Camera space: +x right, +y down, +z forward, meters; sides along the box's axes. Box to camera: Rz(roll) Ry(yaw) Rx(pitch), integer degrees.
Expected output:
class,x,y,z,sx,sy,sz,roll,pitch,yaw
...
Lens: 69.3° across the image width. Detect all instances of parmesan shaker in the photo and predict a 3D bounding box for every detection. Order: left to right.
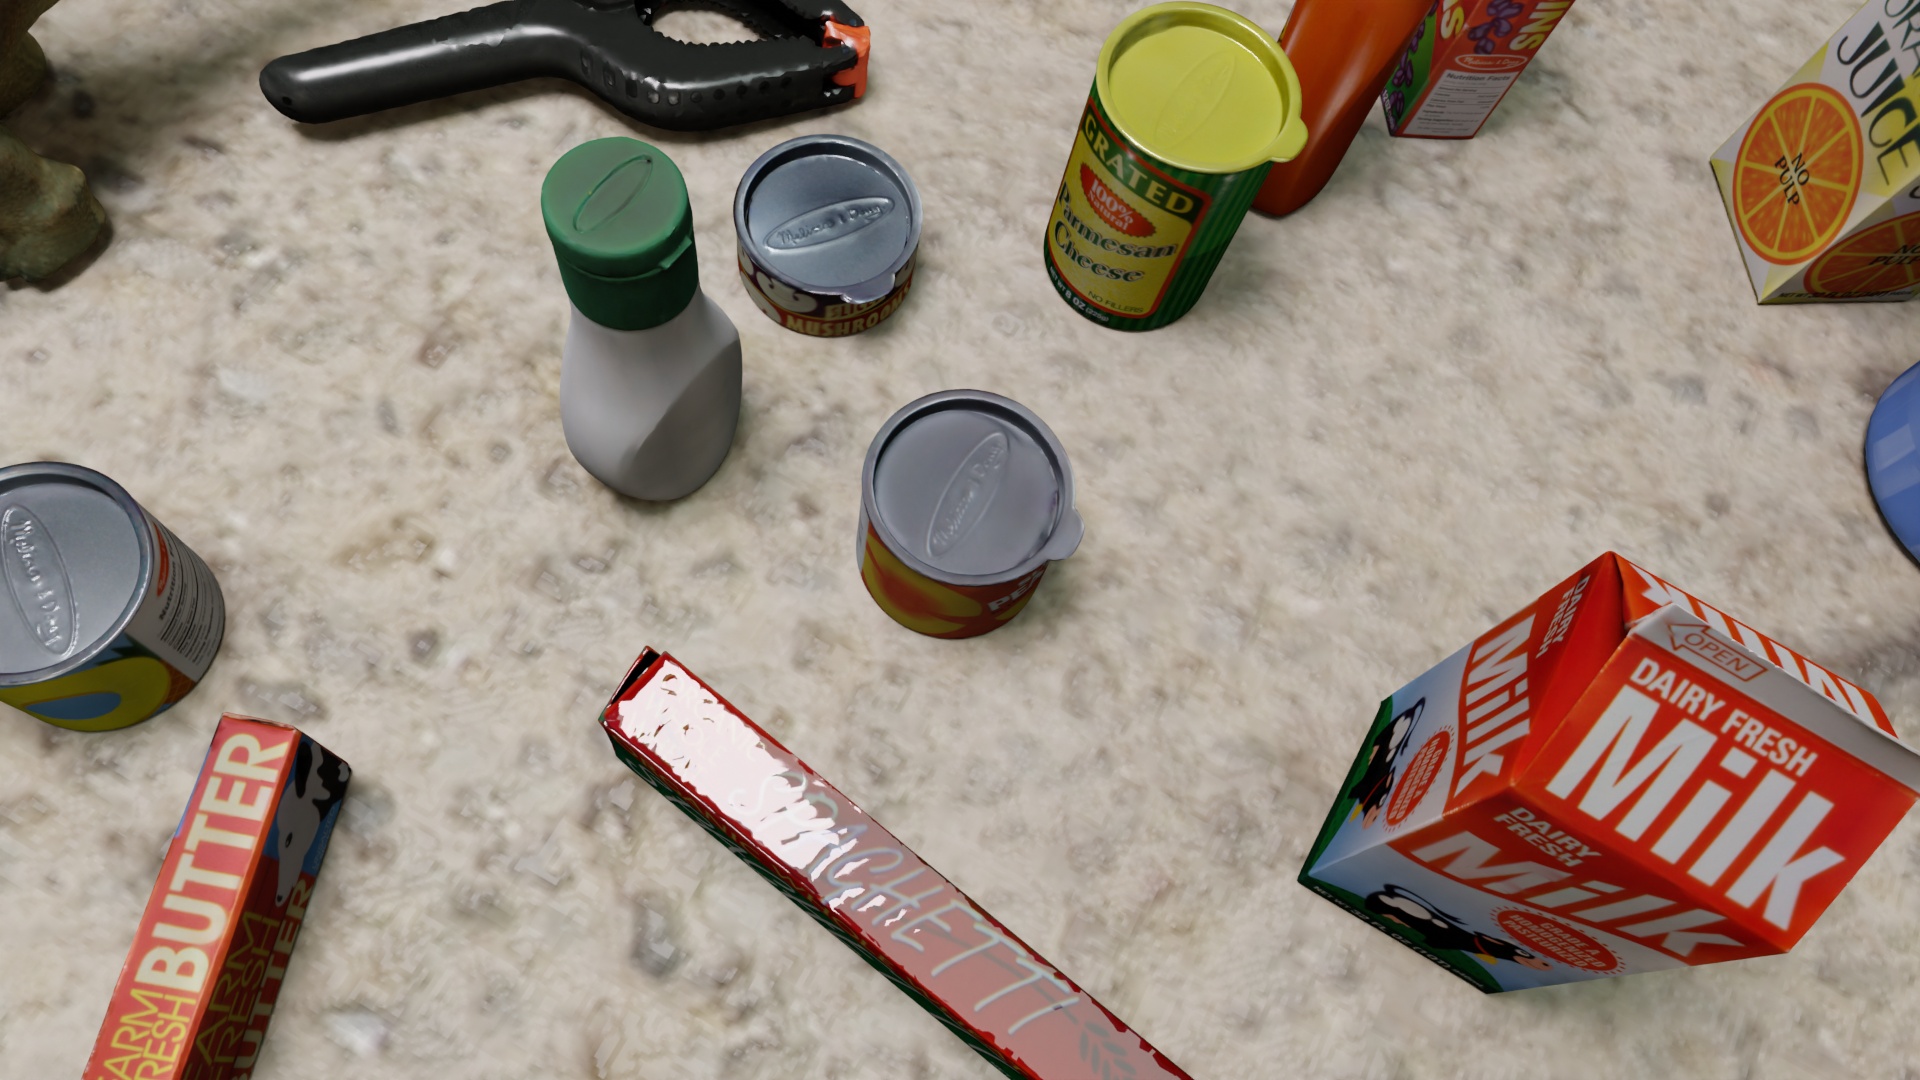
class,x,y,z,sx,sy,sz,roll,pitch,yaw
parmesan shaker,0.071,-0.124,0.483,0.071,0.102,0.071,3,68,-6

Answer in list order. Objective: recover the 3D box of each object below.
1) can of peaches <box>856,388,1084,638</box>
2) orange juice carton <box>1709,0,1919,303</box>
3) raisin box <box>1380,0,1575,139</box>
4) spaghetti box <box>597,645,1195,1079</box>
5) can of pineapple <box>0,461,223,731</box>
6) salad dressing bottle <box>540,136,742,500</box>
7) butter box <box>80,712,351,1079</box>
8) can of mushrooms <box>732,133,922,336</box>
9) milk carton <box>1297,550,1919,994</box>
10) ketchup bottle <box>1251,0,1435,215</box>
class,x,y,z,sx,sy,sz,roll,pitch,yaw
can of peaches,0.002,-0.006,0.451,0.071,0.058,0.071,3,68,-6
orange juice carton,0.363,-0.163,0.489,0.072,0.192,0.073,-3,69,-8
raisin box,0.199,-0.225,0.530,0.040,0.123,0.086,-1,69,-8
spaghetti box,-0.003,0.122,0.404,0.250,0.050,0.029,37,69,8
can of pineapple,-0.262,0.018,0.407,0.071,0.057,0.071,3,68,-6
salad dressing bottle,-0.094,-0.060,0.412,0.044,0.147,0.064,34,69,6
butter box,-0.202,0.104,0.383,0.024,0.053,0.104,11,67,-3
can of mushrooms,-0.047,-0.107,0.498,0.071,0.033,0.071,3,68,-7
milk carton,0.166,0.066,0.373,0.072,0.189,0.074,31,68,5
ketchup bottle,0.137,-0.180,0.490,0.043,0.148,0.065,32,68,5
